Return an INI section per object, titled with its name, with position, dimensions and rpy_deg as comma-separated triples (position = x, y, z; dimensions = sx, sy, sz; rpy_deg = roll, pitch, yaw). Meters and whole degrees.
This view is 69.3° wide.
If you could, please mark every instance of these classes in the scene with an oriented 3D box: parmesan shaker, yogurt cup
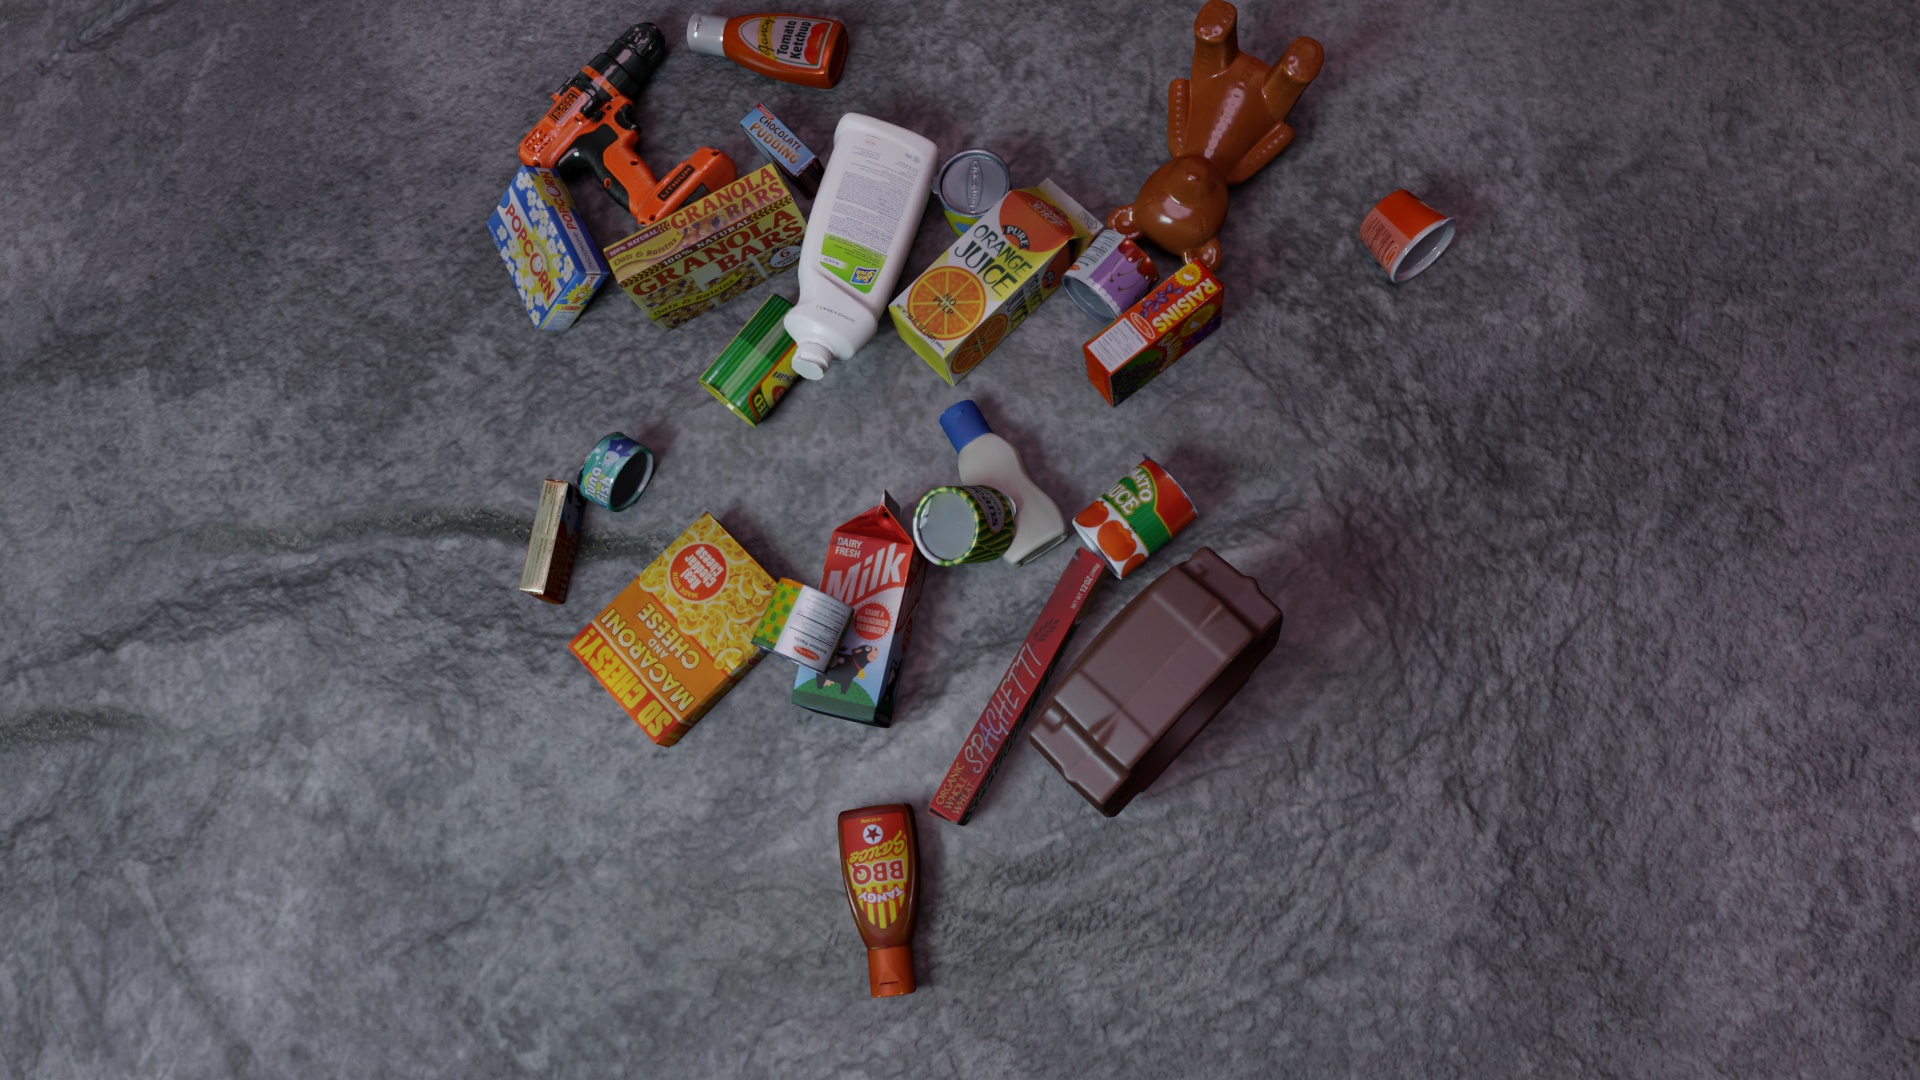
[parmesan shaker]
position = -0.175, -0.161, 1.234
dimensions = 0.071, 0.071, 0.103
rpy_deg = 38, 84, 14
[yogurt cup]
position = 0.380, -0.263, 1.189
dimensions = 0.072, 0.072, 0.054
rpy_deg = -36, 67, -2

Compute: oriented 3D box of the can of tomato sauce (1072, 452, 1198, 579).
[can of tomato sauce]
position = 0.144, -0.020, 1.159
dimensions = 0.083, 0.071, 0.071
rpy_deg = -40, 75, -2

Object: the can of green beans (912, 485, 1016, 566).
[can of green beans]
position = 0.003, -0.013, 1.152
dimensions = 0.071, 0.058, 0.071
rpy_deg = 1, 93, 32

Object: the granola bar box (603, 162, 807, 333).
[granola bar box]
position = -0.217, -0.258, 1.236
dimensions = 0.165, 0.124, 0.039
rpy_deg = -27, 76, 0

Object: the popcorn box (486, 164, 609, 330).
[popcorn box]
position = -0.382, -0.269, 1.283
dimensions = 0.085, 0.038, 0.127
rpy_deg = -41, 71, 38

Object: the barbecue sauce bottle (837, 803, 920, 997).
[barbecue sauce bottle]
position = -0.062, 0.291, 1.125
dimensions = 0.065, 0.043, 0.149
rpy_deg = -8, 76, 4

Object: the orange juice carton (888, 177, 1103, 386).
[orange juice carton]
position = 0.033, -0.234, 1.223
dimensions = 0.193, 0.073, 0.072
rpy_deg = -44, 75, -4

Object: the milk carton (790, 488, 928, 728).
[milk carton]
position = -0.078, 0.055, 1.169
dimensions = 0.073, 0.072, 0.191
rpy_deg = 11, 78, 10

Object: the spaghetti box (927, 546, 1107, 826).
[spaghetti box]
position = 0.049, 0.122, 1.147
dimensions = 0.029, 0.050, 0.250
rpy_deg = 28, 82, 14

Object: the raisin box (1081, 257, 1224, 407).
[raisin box]
position = 0.166, -0.176, 1.184
dimensions = 0.123, 0.086, 0.040
rpy_deg = -38, 73, -2

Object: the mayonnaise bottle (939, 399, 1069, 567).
[mayonnaise bottle]
position = 0.033, -0.053, 1.197
dimensions = 0.065, 0.041, 0.148
rpy_deg = -32, 74, 5

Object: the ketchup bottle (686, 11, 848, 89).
[ketchup bottle]
position = -0.185, -0.473, 1.325
dimensions = 0.149, 0.043, 0.065
rpy_deg = 13, 79, 11

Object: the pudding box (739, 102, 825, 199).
[pudding box]
position = -0.163, -0.362, 1.292
dimensions = 0.030, 0.049, 0.084
rpy_deg = -43, 75, -1

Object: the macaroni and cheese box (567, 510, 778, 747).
[macaroni and cheese box]
position = -0.235, 0.077, 1.201
dimensions = 0.166, 0.040, 0.124
rpy_deg = -44, 76, -5

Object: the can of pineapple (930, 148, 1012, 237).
[can of pineapple]
position = 0.013, -0.310, 1.251
dimensions = 0.071, 0.057, 0.071
rpy_deg = -2, 76, 7

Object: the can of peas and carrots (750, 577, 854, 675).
[can of peas and carrots]
position = -0.126, 0.068, 1.103
dimensions = 0.071, 0.071, 0.059
rpy_deg = 22, 81, 12

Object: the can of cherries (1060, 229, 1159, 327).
[can of cherries]
position = 0.132, -0.227, 1.214
dimensions = 0.071, 0.071, 0.058
rpy_deg = 40, 84, 14

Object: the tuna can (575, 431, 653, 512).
[tuna can]
position = -0.305, -0.059, 1.227
dimensions = 0.033, 0.071, 0.071
rpy_deg = 28, 82, 13

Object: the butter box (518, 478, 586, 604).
[butter box]
position = -0.360, 0.002, 1.229
dimensions = 0.024, 0.053, 0.103
rpy_deg = 8, 79, 7
